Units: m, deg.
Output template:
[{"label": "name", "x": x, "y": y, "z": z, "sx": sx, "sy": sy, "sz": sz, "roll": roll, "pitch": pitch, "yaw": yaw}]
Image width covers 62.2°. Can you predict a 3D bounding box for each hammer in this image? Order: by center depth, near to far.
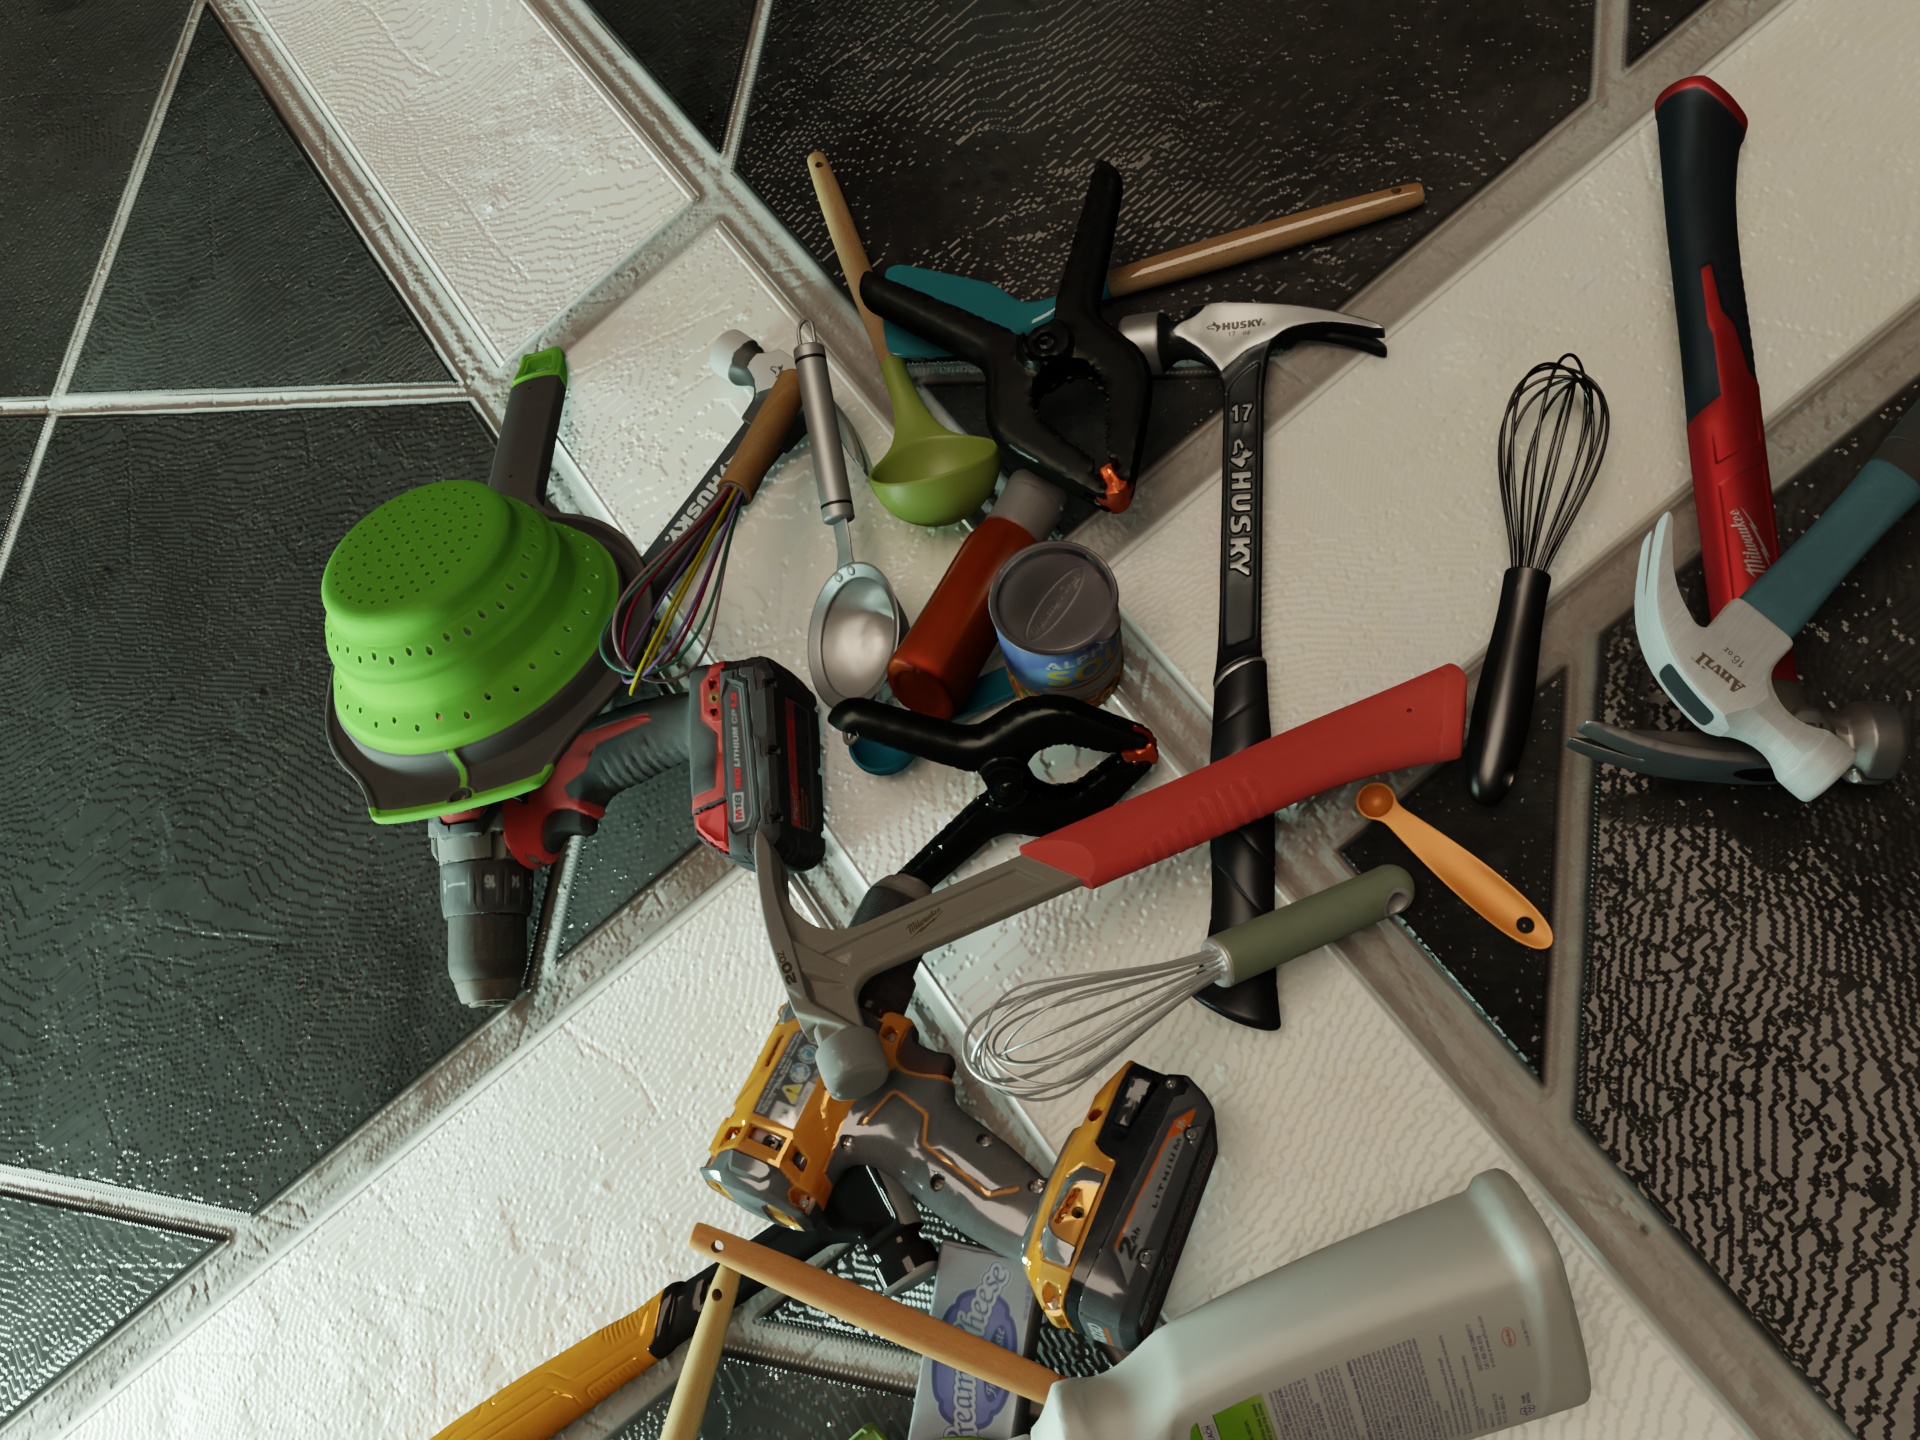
[{"label": "hammer", "x": 0.437, "y": -0.117, "z": 0.728, "sx": 0.331, "sy": 0.033, "sz": 0.128, "roll": -43, "pitch": 74, "yaw": -12}, {"label": "hammer", "x": 0.077, "y": 0.050, "z": 0.779, "sx": 0.359, "sy": 0.036, "sz": 0.149, "roll": -24, "pitch": 53, "yaw": 0}, {"label": "hammer", "x": 0.362, "y": -0.156, "z": 0.787, "sx": 0.143, "sy": 0.038, "sz": 0.387, "roll": 3, "pitch": 69, "yaw": 2}, {"label": "hammer", "x": -0.176, "y": 0.320, "z": 0.835, "sx": 0.337, "sy": 0.034, "sz": 0.127, "roll": -35, "pitch": 64, "yaw": 6}, {"label": "hammer", "x": 0.154, "y": -0.043, "z": 0.843, "sx": 0.149, "sy": 0.036, "sz": 0.409, "roll": -3, "pitch": 71, "yaw": 18}, {"label": "hammer", "x": -0.190, "y": -0.082, "z": 0.983, "sx": 0.146, "sy": 0.035, "sz": 0.335, "roll": 36, "pitch": 87, "yaw": 28}]

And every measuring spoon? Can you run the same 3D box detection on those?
[{"label": "measuring spoon", "x": 0.243, "y": 0.072, "z": 0.783, "sx": 0.021, "sy": 0.011, "sz": 0.117, "roll": -47, "pitch": 66, "yaw": -1}, {"label": "measuring spoon", "x": -0.001, "y": -0.003, "z": 0.899, "sx": 0.128, "sy": 0.021, "sz": 0.042, "roll": -25, "pitch": 52, "yaw": 1}]

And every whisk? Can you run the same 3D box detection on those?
[{"label": "whisk", "x": 0.112, "y": 0.115, "z": 0.740, "sx": 0.246, "sy": 0.057, "sz": 0.059, "roll": -18, "pitch": 35, "yaw": -22}, {"label": "whisk", "x": 0.285, "y": -0.073, "z": 0.798, "sx": 0.055, "sy": 0.055, "sz": 0.239, "roll": 10, "pitch": 79, "yaw": 23}, {"label": "whisk", "x": -0.138, "y": -0.112, "z": 0.900, "sx": 0.051, "sy": 0.047, "sz": 0.245, "roll": 10, "pitch": 55, "yaw": 17}]

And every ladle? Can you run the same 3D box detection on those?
[{"label": "ladle", "x": -0.161, "y": 0.421, "z": 0.779, "sx": 0.069, "sy": 0.031, "sz": 0.315, "roll": 15, "pitch": 84, "yaw": 19}, {"label": "ladle", "x": -0.051, "y": -0.248, "z": 0.980, "sx": 0.078, "sy": 0.062, "sz": 0.320, "roll": -17, "pitch": 62, "yaw": -5}]

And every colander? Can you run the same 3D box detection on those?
[{"label": "colander", "x": -0.286, "y": -0.126, "z": 0.937, "sx": 0.204, "sy": 0.094, "sz": 0.398, "roll": -13, "pitch": 47, "yaw": 10}]

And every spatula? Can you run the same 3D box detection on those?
[{"label": "spatula", "x": 0.022, "y": 0.301, "z": 0.735, "sx": 0.322, "sy": 0.041, "sz": 0.081, "roll": 21, "pitch": 79, "yaw": 5}, {"label": "spatula", "x": 0.110, "y": -0.270, "z": 0.934, "sx": 0.317, "sy": 0.044, "sz": 0.082, "roll": -13, "pitch": 53, "yaw": 14}]

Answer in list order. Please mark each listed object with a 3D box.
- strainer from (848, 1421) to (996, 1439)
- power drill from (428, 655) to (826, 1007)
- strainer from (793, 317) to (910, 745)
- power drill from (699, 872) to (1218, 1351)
[{"label": "strainer", "x": 0.046, "y": 0.403, "z": 0.681, "sx": 0.256, "sy": 0.069, "sz": 0.151, "roll": -3, "pitch": 83, "yaw": 26}, {"label": "power drill", "x": -0.196, "y": 0.060, "z": 0.897, "sx": 0.227, "sy": 0.080, "sz": 0.188, "roll": -7, "pitch": 77, "yaw": 14}, {"label": "strainer", "x": -0.067, "y": -0.113, "z": 0.919, "sx": 0.087, "sy": 0.050, "sz": 0.258, "roll": -20, "pitch": 77, "yaw": 46}, {"label": "power drill", "x": 0.009, "y": 0.182, "z": 0.776, "sx": 0.226, "sy": 0.084, "sz": 0.185, "roll": 16, "pitch": 62, "yaw": 21}]
